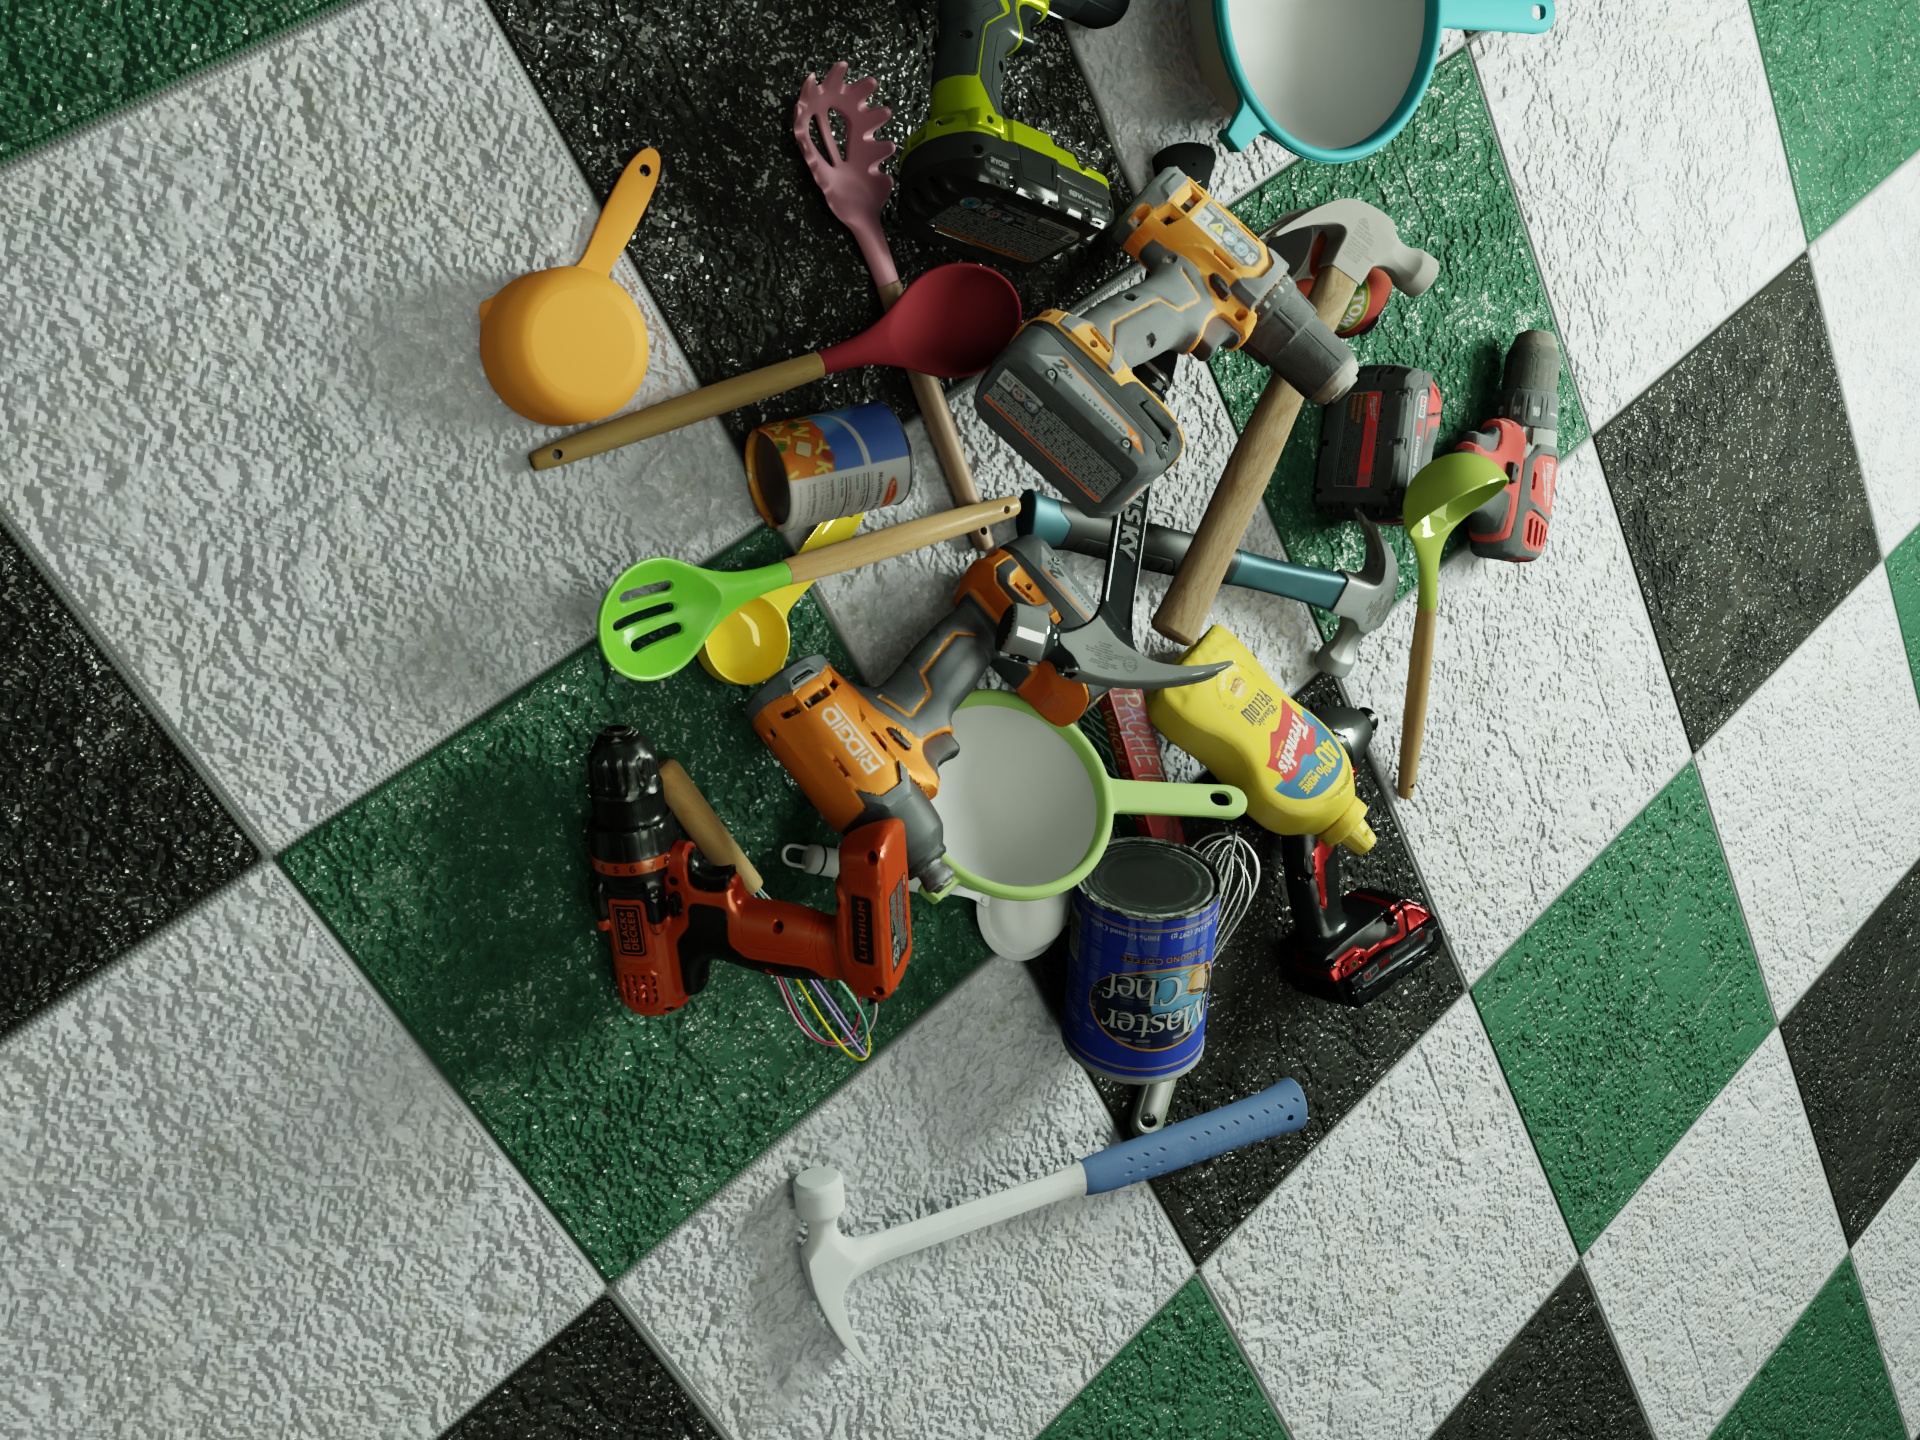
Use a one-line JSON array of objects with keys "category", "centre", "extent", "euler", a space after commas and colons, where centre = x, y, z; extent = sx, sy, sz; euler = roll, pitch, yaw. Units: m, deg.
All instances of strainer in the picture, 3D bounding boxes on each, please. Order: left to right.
[{"category": "strainer", "centre": [-0.005, 0.114, 1.083], "extent": [0.258, 0.050, 0.087], "euler": [14, 86, -29]}, {"category": "strainer", "centre": [0.070, 0.061, 1.084], "extent": [0.256, 0.069, 0.152], "euler": [3, 62, -22]}, {"category": "strainer", "centre": [0.282, -0.504, 1.134], "extent": [0.340, 0.095, 0.211], "euler": [-13, 107, -32]}]

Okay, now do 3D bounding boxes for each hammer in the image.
[{"category": "hammer", "centre": [0.078, 0.339, 1.149], "extent": [0.405, 0.035, 0.144], "euler": [-11, 104, -24]}, {"category": "hammer", "centre": [0.128, -0.209, 1.045], "extent": [0.149, 0.036, 0.409], "euler": [16, 70, -13]}, {"category": "hammer", "centre": [0.183, -0.113, 1.151], "extent": [0.330, 0.033, 0.128], "euler": [9, 120, -28]}, {"category": "hammer", "centre": [0.213, -0.207, 1.099], "extent": [0.130, 0.031, 0.331], "euler": [27, 86, -23]}]

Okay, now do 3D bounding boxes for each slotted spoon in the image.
[{"category": "slotted spoon", "centre": [-0.086, -0.095, 0.978], "extent": [0.313, 0.031, 0.070], "euler": [-22, 113, -33]}]

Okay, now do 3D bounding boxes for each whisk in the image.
[{"category": "whisk", "centre": [-0.123, 0.124, 1.015], "extent": [0.244, 0.051, 0.047], "euler": [58, 47, -20]}, {"category": "whisk", "centre": [0.172, 0.201, 1.203], "extent": [0.058, 0.059, 0.246], "euler": [16, 94, 6]}]

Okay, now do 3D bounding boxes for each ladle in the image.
[{"category": "ladle", "centre": [-0.107, -0.205, 0.956], "extent": [0.315, 0.031, 0.069], "euler": [-23, 103, -18]}, {"category": "ladle", "centre": [0.364, -0.060, 1.220], "extent": [0.078, 0.062, 0.319], "euler": [-21, 129, -20]}]

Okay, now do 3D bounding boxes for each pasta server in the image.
[{"category": "pasta server", "centre": [-0.034, -0.251, 1.009], "extent": [0.060, 0.040, 0.316], "euler": [-28, 113, -17]}]

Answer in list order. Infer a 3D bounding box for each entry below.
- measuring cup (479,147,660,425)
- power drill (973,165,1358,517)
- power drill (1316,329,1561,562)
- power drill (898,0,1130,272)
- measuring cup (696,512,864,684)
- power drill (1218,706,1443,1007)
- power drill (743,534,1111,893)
[{"category": "measuring cup", "centre": [-0.202, -0.248, 0.895], "extent": [0.095, 0.052, 0.173], "euler": [27, 85, -32]}, {"category": "power drill", "centre": [0.137, -0.224, 0.993], "extent": [0.185, 0.084, 0.226], "euler": [42, 61, -3]}, {"category": "power drill", "centre": [0.394, -0.228, 1.258], "extent": [0.226, 0.080, 0.188], "euler": [3, 96, -35]}, {"category": "power drill", "centre": [0.034, -0.403, 0.980], "extent": [0.190, 0.080, 0.229], "euler": [7, 76, -39]}, {"category": "measuring cup", "centre": [-0.110, -0.086, 0.999], "extent": [0.062, 0.029, 0.156], "euler": [47, 63, -22]}, {"category": "power drill", "centre": [0.294, 0.100, 1.247], "extent": [0.143, 0.079, 0.219], "euler": [-29, 109, -25]}, {"category": "power drill", "centre": [-0.002, -0.003, 1.002], "extent": [0.226, 0.084, 0.164], "euler": [-35, 82, -29]}]
